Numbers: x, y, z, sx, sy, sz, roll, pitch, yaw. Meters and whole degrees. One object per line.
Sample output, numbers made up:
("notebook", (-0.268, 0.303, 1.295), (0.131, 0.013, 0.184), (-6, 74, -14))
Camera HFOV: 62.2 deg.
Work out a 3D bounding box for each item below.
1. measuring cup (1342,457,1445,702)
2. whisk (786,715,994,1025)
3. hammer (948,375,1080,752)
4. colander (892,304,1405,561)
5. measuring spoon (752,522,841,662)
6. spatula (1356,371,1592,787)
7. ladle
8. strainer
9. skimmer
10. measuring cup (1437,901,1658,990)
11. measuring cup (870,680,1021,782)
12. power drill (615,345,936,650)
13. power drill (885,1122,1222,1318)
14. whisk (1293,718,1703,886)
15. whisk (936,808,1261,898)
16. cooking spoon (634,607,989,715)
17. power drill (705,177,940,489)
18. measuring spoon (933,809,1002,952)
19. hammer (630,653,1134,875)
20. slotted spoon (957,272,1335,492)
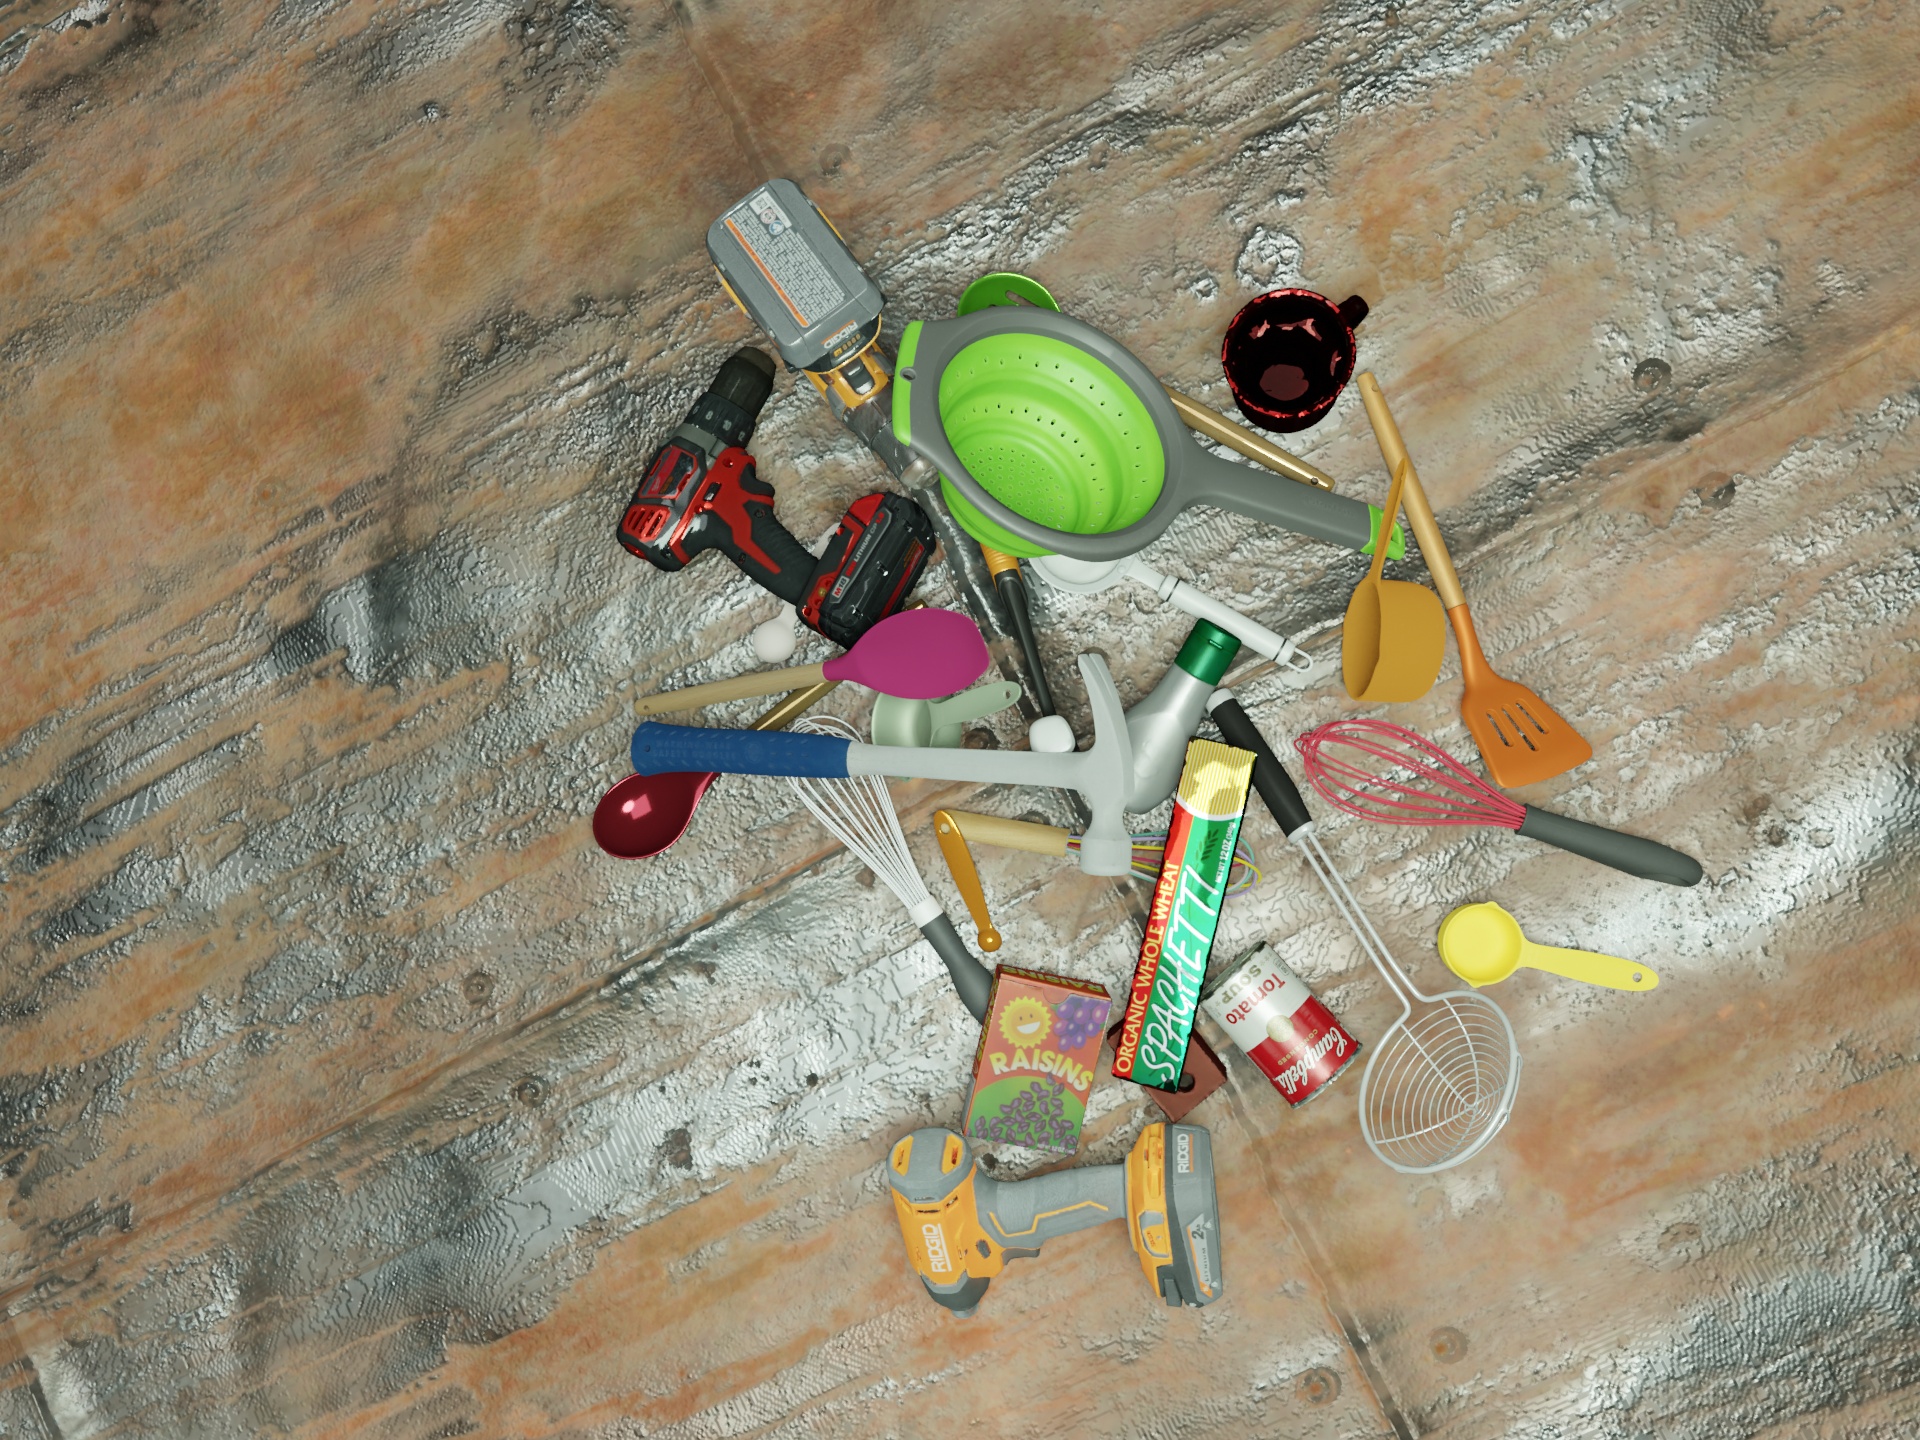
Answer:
("measuring cup", (0.313, -0.095, 1.113), (0.052, 0.095, 0.173), (7, 109, -4))
("whisk", (-0.044, 0.117, 1.198), (0.070, 0.070, 0.284), (-35, 86, 6))
("hammer", (0.034, -0.115, 1.185), (0.034, 0.127, 0.337), (-18, 74, 6))
("colander", (0.127, -0.162, 1.137), (0.397, 0.094, 0.205), (14, 59, -16))
("measuring spoon", (-0.125, -0.101, 1.241), (0.034, 0.018, 0.124), (31, 92, 10))
("spatula", (0.354, -0.107, 1.146), (0.081, 0.041, 0.323), (-17, 82, -15))
("ladle", (-0.153, 0.004, 1.236), (0.315, 0.031, 0.069), (-37, 74, 4))
("strainer", (0.147, -0.101, 1.183), (0.258, 0.050, 0.087), (30, 80, 5))
("skimmer", (0.254, 0.129, 1.091), (0.127, 0.090, 0.364), (-43, 65, 31))
("measuring cup", (0.416, 0.168, 1.133), (0.156, 0.029, 0.062), (12, 89, -1))
("measuring cup", (-0.002, -0.004, 1.161), (0.167, 0.038, 0.083), (-18, 76, 47))
("power drill", (-0.132, -0.171, 1.215), (0.227, 0.080, 0.188), (27, 84, 16))
("power drill", (0.070, 0.365, 1.138), (0.226, 0.084, 0.164), (-5, 120, 10))
("whisk", (0.378, 0.063, 1.125), (0.296, 0.073, 0.073), (19, 90, 5))
("whisk", (0.101, 0.092, 1.179), (0.245, 0.047, 0.051), (9, 90, 14))
("cooking spoon", (-0.119, -0.033, 1.182), (0.319, 0.017, 0.068), (-9, 114, 30))
("power drill", (-0.085, -0.264, 1.136), (0.084, 0.226, 0.185), (-36, 80, 1))
("measuring spoon", (0.003, 0.122, 1.197), (0.021, 0.011, 0.117), (-18, 97, 25))
("hammer", (-0.066, 0.022, 1.128), (0.405, 0.035, 0.144), (2, 93, 29))
("slotted spoon", (0.140, -0.248, 1.198), (0.314, 0.031, 0.070), (30, 115, 8))
